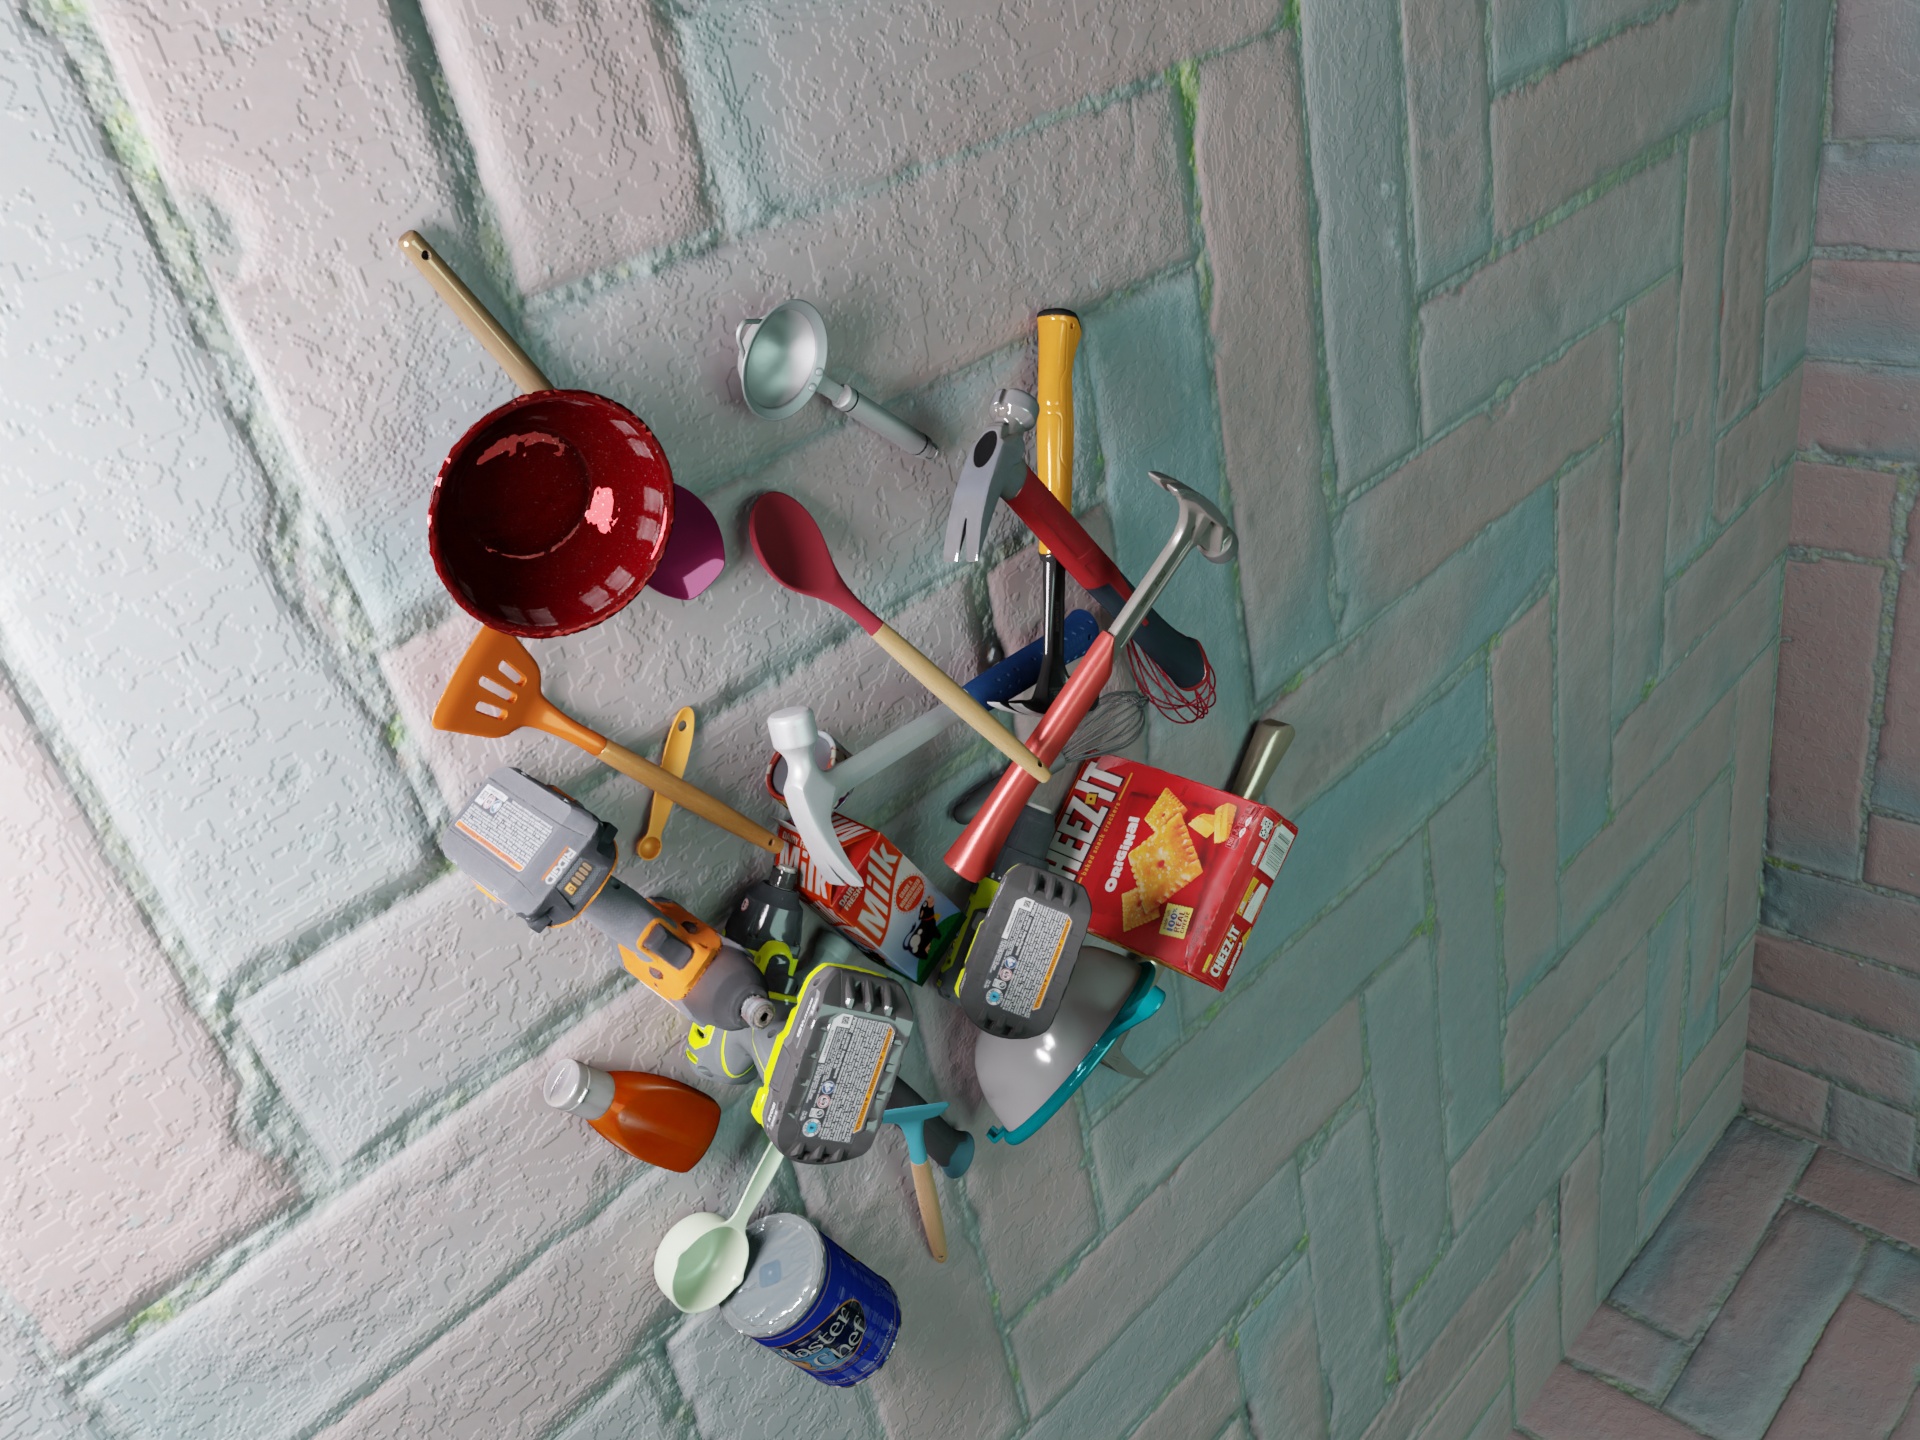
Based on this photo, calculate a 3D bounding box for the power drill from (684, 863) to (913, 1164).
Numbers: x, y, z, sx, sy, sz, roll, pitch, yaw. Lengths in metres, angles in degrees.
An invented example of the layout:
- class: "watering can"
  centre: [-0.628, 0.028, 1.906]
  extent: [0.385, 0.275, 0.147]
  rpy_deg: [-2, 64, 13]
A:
- class: "power drill"
  centre: [-0.125, 0.210, 1.164]
  extent: [0.080, 0.223, 0.171]
  rpy_deg: [17, 93, -30]

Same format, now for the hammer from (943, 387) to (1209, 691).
- class: "hammer"
  centre: [0.111, -0.106, 1.314]
  extent: [0.385, 0.038, 0.143]
  rpy_deg: [40, 62, -49]

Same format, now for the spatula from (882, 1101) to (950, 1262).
- class: "spatula"
  centre: [-0.035, 0.416, 1.428]
  extent: [0.082, 0.044, 0.317]
  rpy_deg: [-9, 134, 0]

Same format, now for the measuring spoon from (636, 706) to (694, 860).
- class: "measuring spoon"
  centre: [-0.217, 0.046, 1.167]
  extent: [0.021, 0.011, 0.117]
  rpy_deg: [16, 90, -44]

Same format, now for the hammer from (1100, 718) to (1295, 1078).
- class: "hammer"
  centre: [0.250, 0.181, 1.678]
  extent: [0.411, 0.038, 0.146]
  rpy_deg: [-58, 138, -13]

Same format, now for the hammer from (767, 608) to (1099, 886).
- class: "hammer"
  centre: [-0.002, -0.004, 1.289]
  extent: [0.405, 0.035, 0.144]
  rpy_deg: [-32, 115, -48]

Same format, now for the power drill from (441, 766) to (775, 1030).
- class: "power drill"
  centre: [-0.225, 0.134, 1.078]
  extent: [0.084, 0.164, 0.226]
  rpy_deg: [-54, 133, -13]

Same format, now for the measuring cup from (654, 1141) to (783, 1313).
- class: "measuring cup"
  centre: [-0.191, 0.400, 1.304]
  extent: [0.083, 0.038, 0.168]
  rpy_deg: [44, 70, -45]

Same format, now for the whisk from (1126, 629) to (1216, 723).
- class: "whisk"
  centre: [0.160, -0.091, 1.472]
  extent: [0.295, 0.073, 0.073]
  rpy_deg: [46, 71, -38]

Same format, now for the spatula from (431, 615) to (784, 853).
- class: "spatula"
  centre: [-0.231, 0.031, 1.114]
  extent: [0.322, 0.041, 0.081]
  rpy_deg: [36, 78, -43]

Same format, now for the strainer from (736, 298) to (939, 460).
- class: "strainer"
  centre: [-0.092, -0.239, 1.167]
  extent: [0.258, 0.050, 0.087]
  rpy_deg: [22, 94, -53]

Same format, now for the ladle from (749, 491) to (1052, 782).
- class: "ladle"
  centre: [-0.043, -0.054, 1.205]
  extent: [0.315, 0.031, 0.069]
  rpy_deg: [42, 49, -18]

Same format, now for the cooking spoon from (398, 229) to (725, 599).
- class: "cooking spoon"
  centre: [-0.252, -0.190, 1.035]
  extent: [0.069, 0.017, 0.318]
  rpy_deg: [-47, 134, -10]

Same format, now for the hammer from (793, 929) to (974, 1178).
- class: "hammer"
  centre: [-0.070, 0.319, 1.400]
  extent: [0.128, 0.033, 0.330]
  rpy_deg: [-54, 135, -18]

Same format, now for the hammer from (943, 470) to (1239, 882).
- class: "hammer"
  centre: [0.094, -0.027, 1.275]
  extent: [0.359, 0.037, 0.149]
  rpy_deg: [-56, 150, 6]

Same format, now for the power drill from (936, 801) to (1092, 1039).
- class: "power drill"
  centre: [0.045, 0.168, 1.350]
  extent: [0.080, 0.228, 0.190]
  rpy_deg: [21, 89, -6]

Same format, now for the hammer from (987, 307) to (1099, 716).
- class: "hammer"
  centre: [0.073, -0.171, 1.318]
  extent: [0.127, 0.034, 0.337]
  rpy_deg: [-5, 97, -54]

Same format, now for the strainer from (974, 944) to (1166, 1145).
- class: "strainer"
  centre: [0.092, 0.257, 1.406]
  extent: [0.211, 0.095, 0.340]
  rpy_deg: [-49, 175, -23]

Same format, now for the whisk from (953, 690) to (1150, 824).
- class: "whisk"
  centre: [0.085, 0.034, 1.450]
  extent: [0.239, 0.055, 0.055]
  rpy_deg: [-30, 124, -29]
